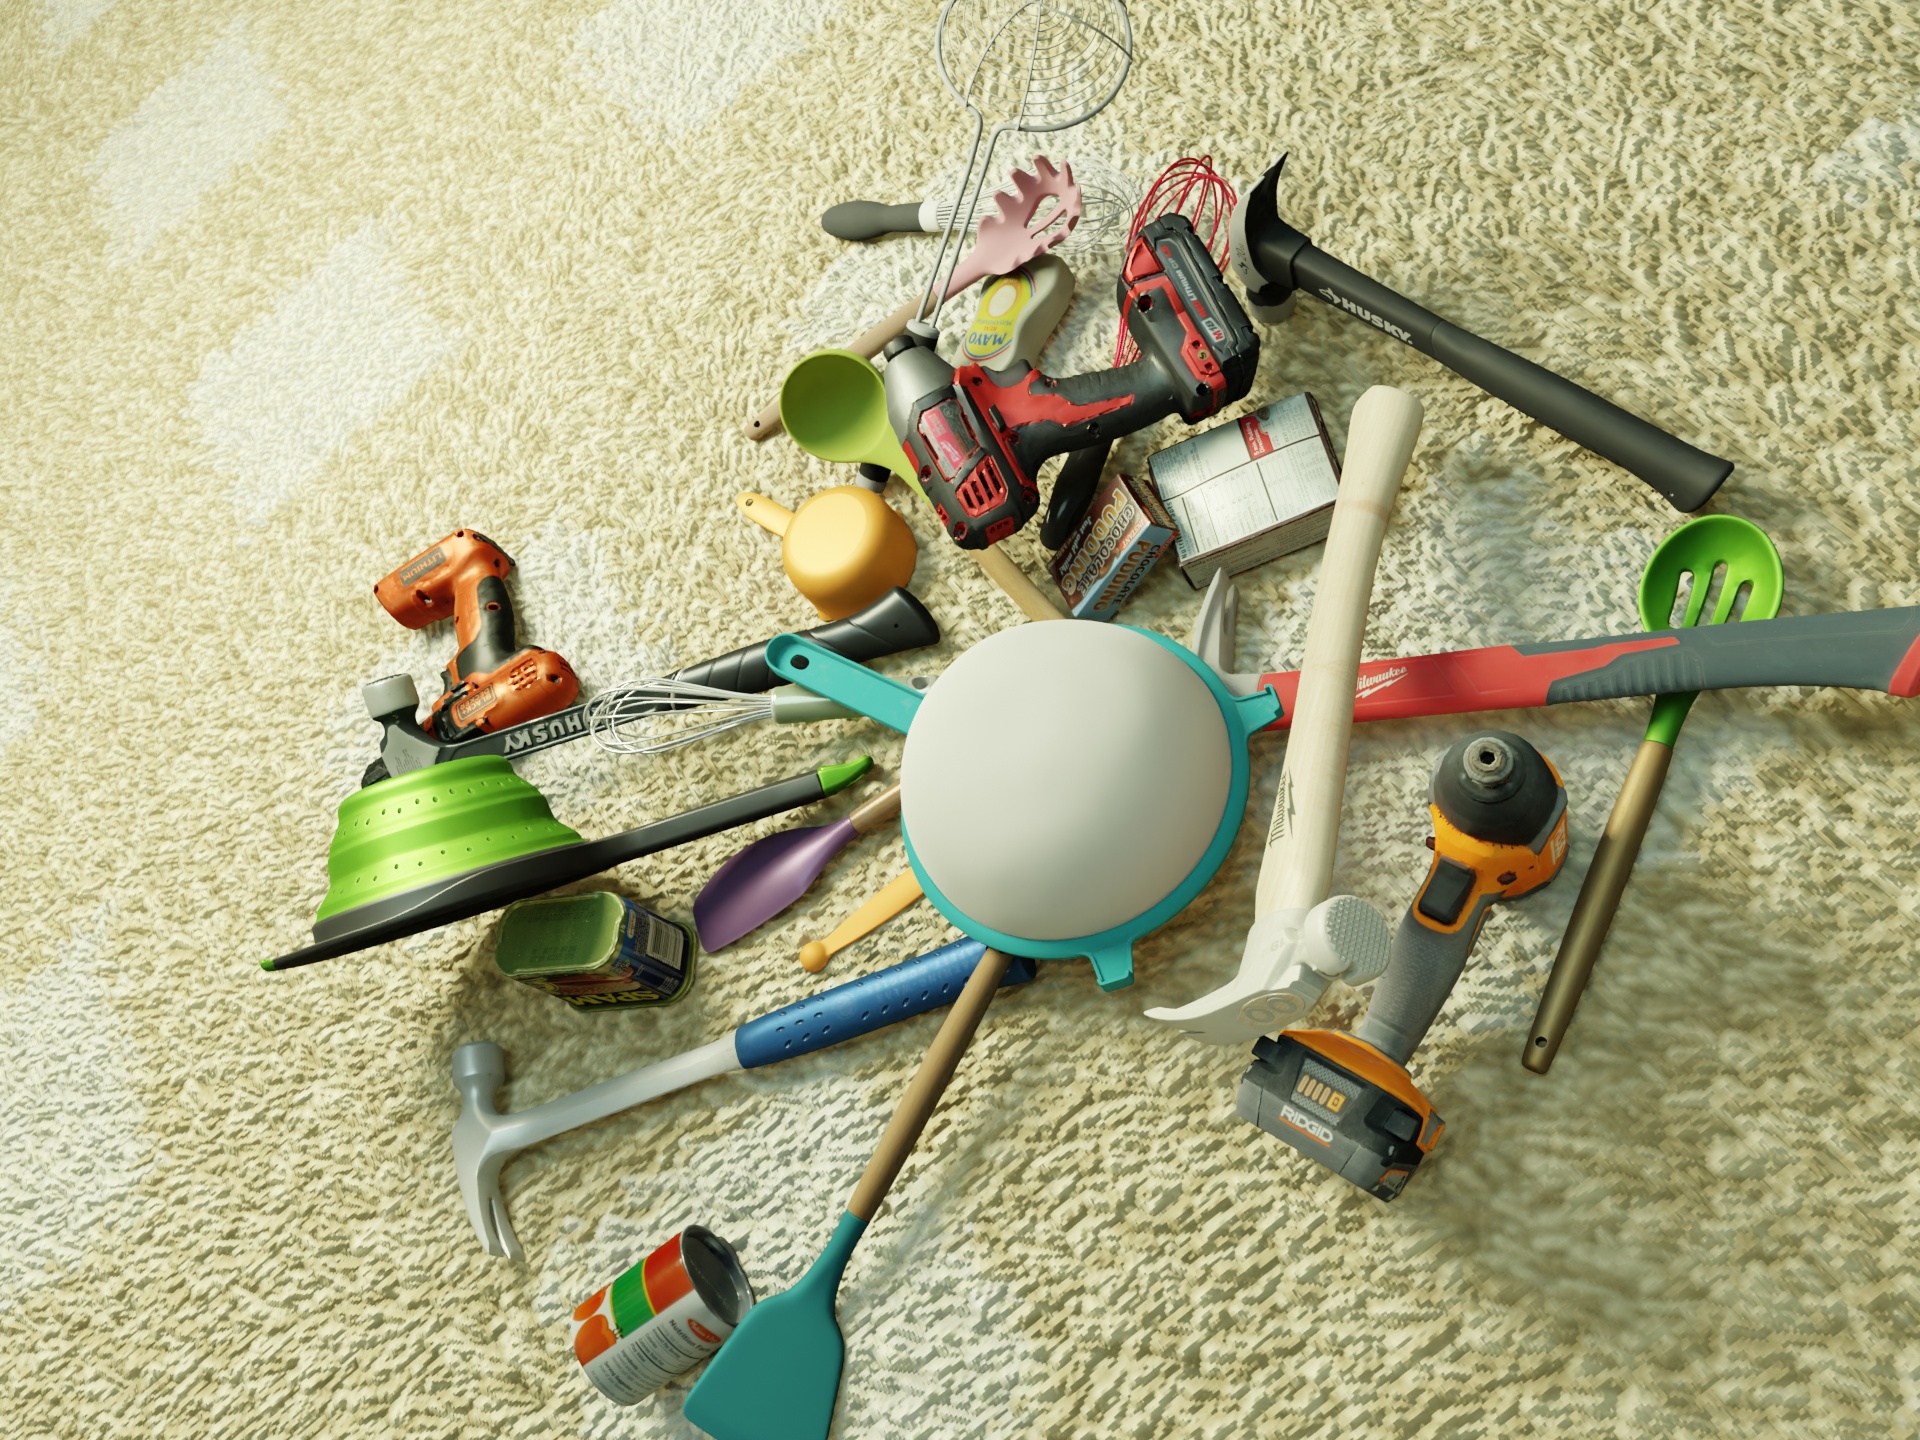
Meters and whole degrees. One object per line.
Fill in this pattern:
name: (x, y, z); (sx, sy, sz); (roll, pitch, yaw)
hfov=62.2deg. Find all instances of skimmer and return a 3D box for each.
skimmer: (0.004, -0.327, 1.079); (0.127, 0.090, 0.363); (25, 117, 6)

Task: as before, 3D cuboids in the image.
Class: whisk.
whisk: (-0.129, -0.008, 1.048); (0.246, 0.059, 0.058); (-5, 44, 6)
whisk: (0.116, -0.247, 1.064); (0.073, 0.073, 0.296); (18, 80, 32)
whisk: (0.008, -0.376, 1.183); (0.285, 0.070, 0.070); (9, 70, 35)

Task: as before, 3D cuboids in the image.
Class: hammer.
hammer: (0.306, -0.038, 0.854); (0.386, 0.038, 0.143); (-6, 62, 31)
hammer: (0.189, -0.023, 0.840); (0.146, 0.038, 0.411); (-42, 23, 52)
hammer: (-0.210, -0.010, 1.096); (0.409, 0.036, 0.149); (-16, 96, 11)
hammer: (-0.143, 0.211, 0.979); (0.405, 0.035, 0.144); (-22, 58, 15)
hammer: (0.293, -0.219, 0.931); (0.335, 0.146, 0.035); (39, 84, 26)

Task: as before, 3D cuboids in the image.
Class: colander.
colander: (-0.255, 0.055, 1.026); (0.397, 0.204, 0.094); (-18, 86, -2)

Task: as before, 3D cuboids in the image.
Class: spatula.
spatula: (-0.043, 0.256, 0.887); (0.082, 0.044, 0.317); (28, 86, -1)
spatula: (-0.047, 0.051, 1.013); (0.316, 0.018, 0.060); (-33, 53, 14)

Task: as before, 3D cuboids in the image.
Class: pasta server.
pasta server: (-0.040, -0.291, 1.139); (0.316, 0.040, 0.060); (-31, 78, 24)

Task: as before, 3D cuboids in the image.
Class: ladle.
ladle: (-0.007, -0.127, 1.033); (0.320, 0.062, 0.078); (49, 121, 21)

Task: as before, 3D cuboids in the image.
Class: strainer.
strainer: (-0.001, -0.003, 0.921); (0.341, 0.095, 0.211); (24, 76, 31)

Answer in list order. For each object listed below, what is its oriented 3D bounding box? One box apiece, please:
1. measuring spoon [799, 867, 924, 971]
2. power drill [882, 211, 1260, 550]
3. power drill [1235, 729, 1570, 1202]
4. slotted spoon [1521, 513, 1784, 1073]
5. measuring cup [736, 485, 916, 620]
measuring spoon: (-0.055, 0.118, 0.995); (0.117, 0.011, 0.021); (-37, 56, 6)
power drill: (0.062, -0.215, 0.993); (0.219, 0.078, 0.143); (-29, 81, 0)
power drill: (0.223, 0.112, 0.772); (0.084, 0.164, 0.226); (27, 82, 28)
slotted spoon: (0.352, 0.036, 0.828); (0.070, 0.031, 0.314); (18, 77, 32)
measuring cup: (-0.111, -0.137, 1.121); (0.174, 0.052, 0.095); (31, 82, 32)
